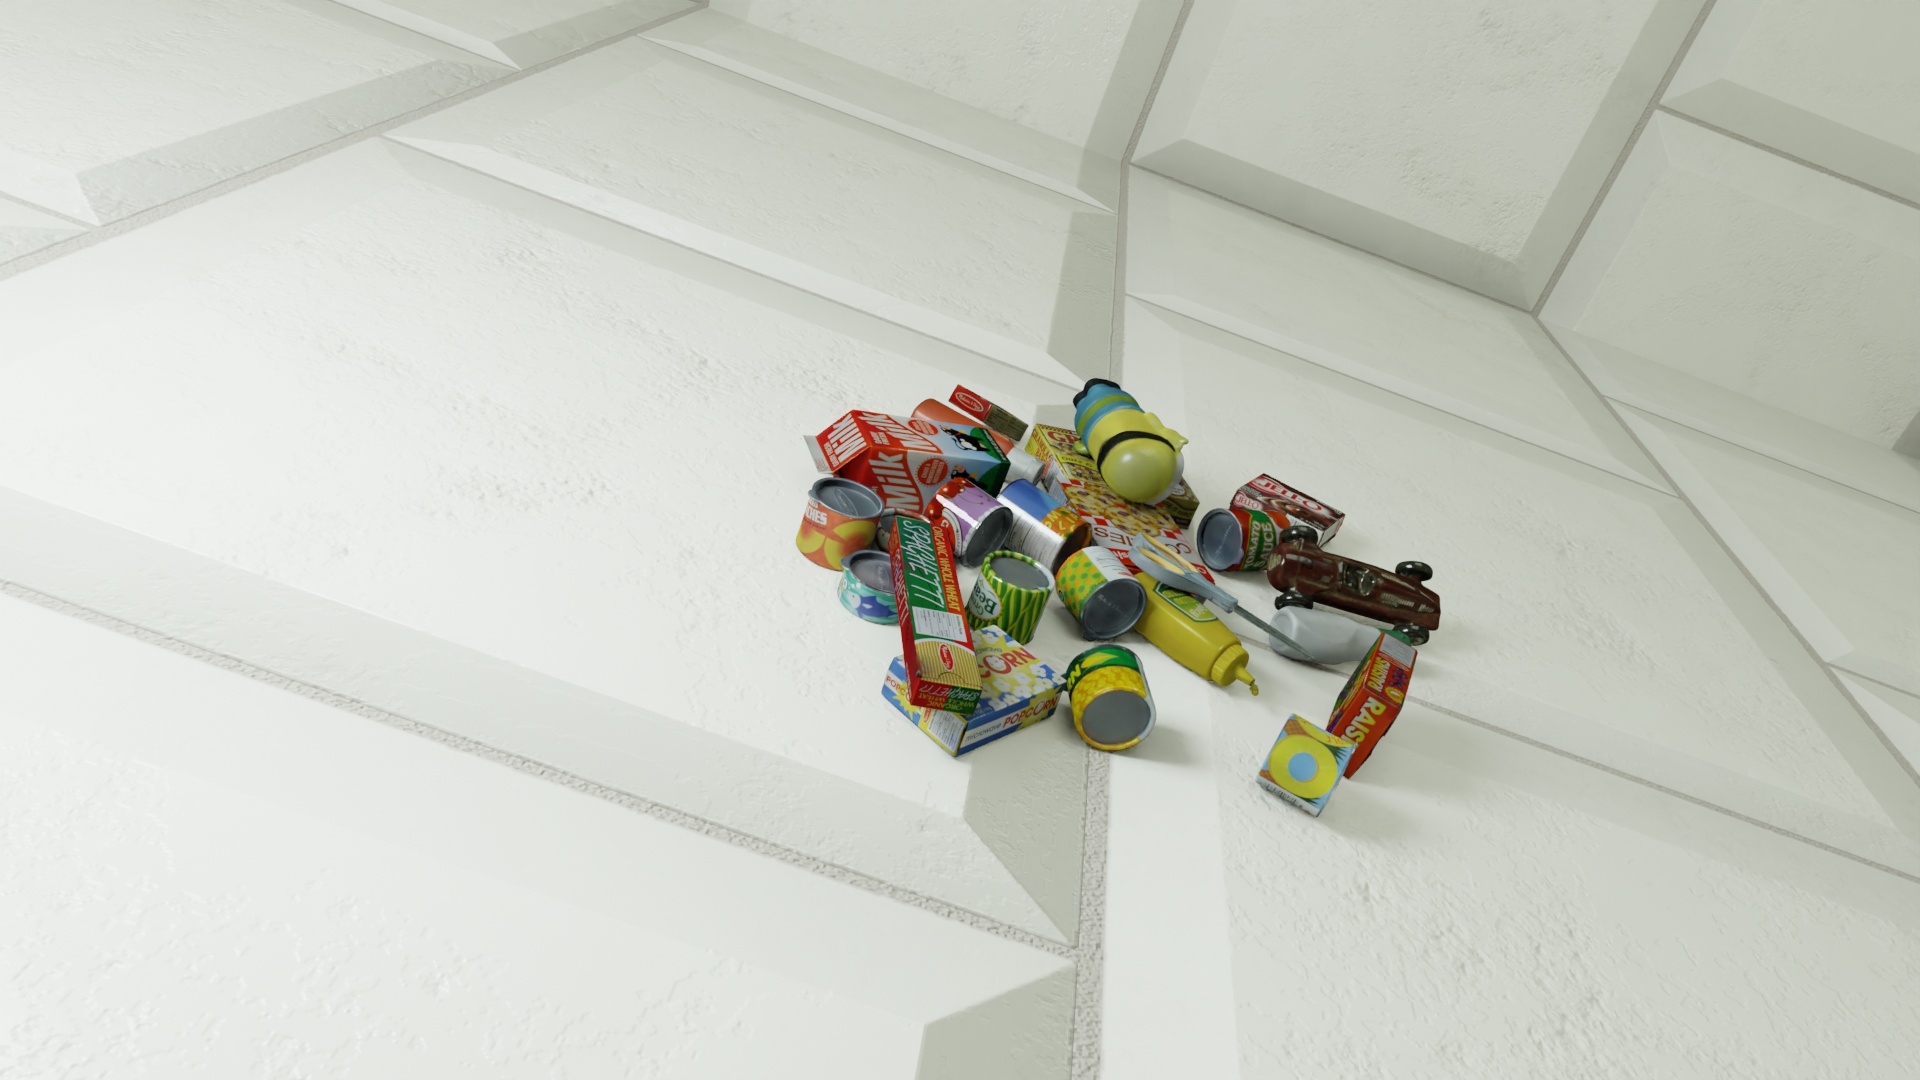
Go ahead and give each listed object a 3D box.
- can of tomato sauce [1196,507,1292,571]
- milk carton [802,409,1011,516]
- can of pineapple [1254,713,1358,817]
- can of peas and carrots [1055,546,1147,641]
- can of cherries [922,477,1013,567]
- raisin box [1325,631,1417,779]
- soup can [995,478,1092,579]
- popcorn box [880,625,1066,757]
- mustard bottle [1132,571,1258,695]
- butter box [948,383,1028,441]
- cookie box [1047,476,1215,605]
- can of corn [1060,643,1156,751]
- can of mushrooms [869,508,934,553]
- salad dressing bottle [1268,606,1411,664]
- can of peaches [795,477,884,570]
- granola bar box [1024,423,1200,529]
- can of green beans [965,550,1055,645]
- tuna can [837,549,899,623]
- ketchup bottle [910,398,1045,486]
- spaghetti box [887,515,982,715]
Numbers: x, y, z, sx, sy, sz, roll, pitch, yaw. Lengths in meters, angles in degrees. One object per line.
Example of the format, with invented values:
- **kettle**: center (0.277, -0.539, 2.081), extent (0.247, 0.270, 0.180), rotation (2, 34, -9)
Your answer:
- **can of tomato sauce**: center (0.305, 0.000, 1.477), extent (0.083, 0.071, 0.071), rotation (1, 34, -35)
- **milk carton**: center (-0.057, -0.074, 1.350), extent (0.191, 0.073, 0.072), rotation (6, 31, -26)
- **can of pineapple**: center (0.281, 0.181, 1.132), extent (0.058, 0.070, 0.071), rotation (29, 28, 14)
- **can of peas and carrots**: center (0.126, 0.049, 1.266), extent (0.071, 0.070, 0.059), rotation (5, 28, -29)
- **can of cherries**: center (0.005, -0.016, 1.299), extent (0.058, 0.071, 0.072), rotation (36, 30, 26)
- **raisin box**: center (0.362, 0.145, 1.234), extent (0.040, 0.085, 0.124), rotation (32, 29, 11)
- **soup can**: center (0.077, -0.012, 1.340), extent (0.084, 0.071, 0.071), rotation (35, 30, 24)
- **popcorn box**: center (0.011, 0.116, 1.093), extent (0.085, 0.038, 0.127), rotation (36, 31, 30)
- **mustard bottle**: center (0.216, 0.089, 1.274), extent (0.065, 0.048, 0.160), rotation (-6, 37, -47)
- **butter box**: center (0.032, -0.142, 1.549), extent (0.053, 0.024, 0.103), rotation (34, 7, 27)
- **cookie box**: center (0.169, 0.001, 1.409), extent (0.123, 0.040, 0.168), rotation (10, 29, -22)
- **can of corn**: center (0.118, 0.127, 1.120), extent (0.071, 0.070, 0.058), rotation (14, 28, -13)
- **can of mushrooms**: center (-0.049, 0.002, 1.263), extent (0.071, 0.033, 0.071), rotation (17, 27, -8)
- **salad dressing bottle**: center (0.378, 0.099, 1.376), extent (0.148, 0.043, 0.064), rotation (10, 27, -22)
- **can of peaches**: center (-0.109, -0.015, 1.225), extent (0.071, 0.057, 0.071), rotation (16, 28, -9)
- **granola bar box**: center (0.168, -0.073, 1.542), extent (0.166, 0.039, 0.125), rotation (9, 29, -22)
- **can of green beans**: center (0.043, 0.050, 1.214), extent (0.071, 0.057, 0.071), rotation (16, 27, -9)
- **tuna can**: center (-0.072, 0.039, 1.181), extent (0.071, 0.032, 0.071), rotation (17, 27, -9)
- **ketchup bottle**: center (0.019, -0.101, 1.485), extent (0.149, 0.043, 0.065), rotation (28, 22, 13)
- **spaghetti box**: center (-0.024, 0.053, 1.111), extent (0.050, 0.028, 0.251), rotation (12, 27, -14)
